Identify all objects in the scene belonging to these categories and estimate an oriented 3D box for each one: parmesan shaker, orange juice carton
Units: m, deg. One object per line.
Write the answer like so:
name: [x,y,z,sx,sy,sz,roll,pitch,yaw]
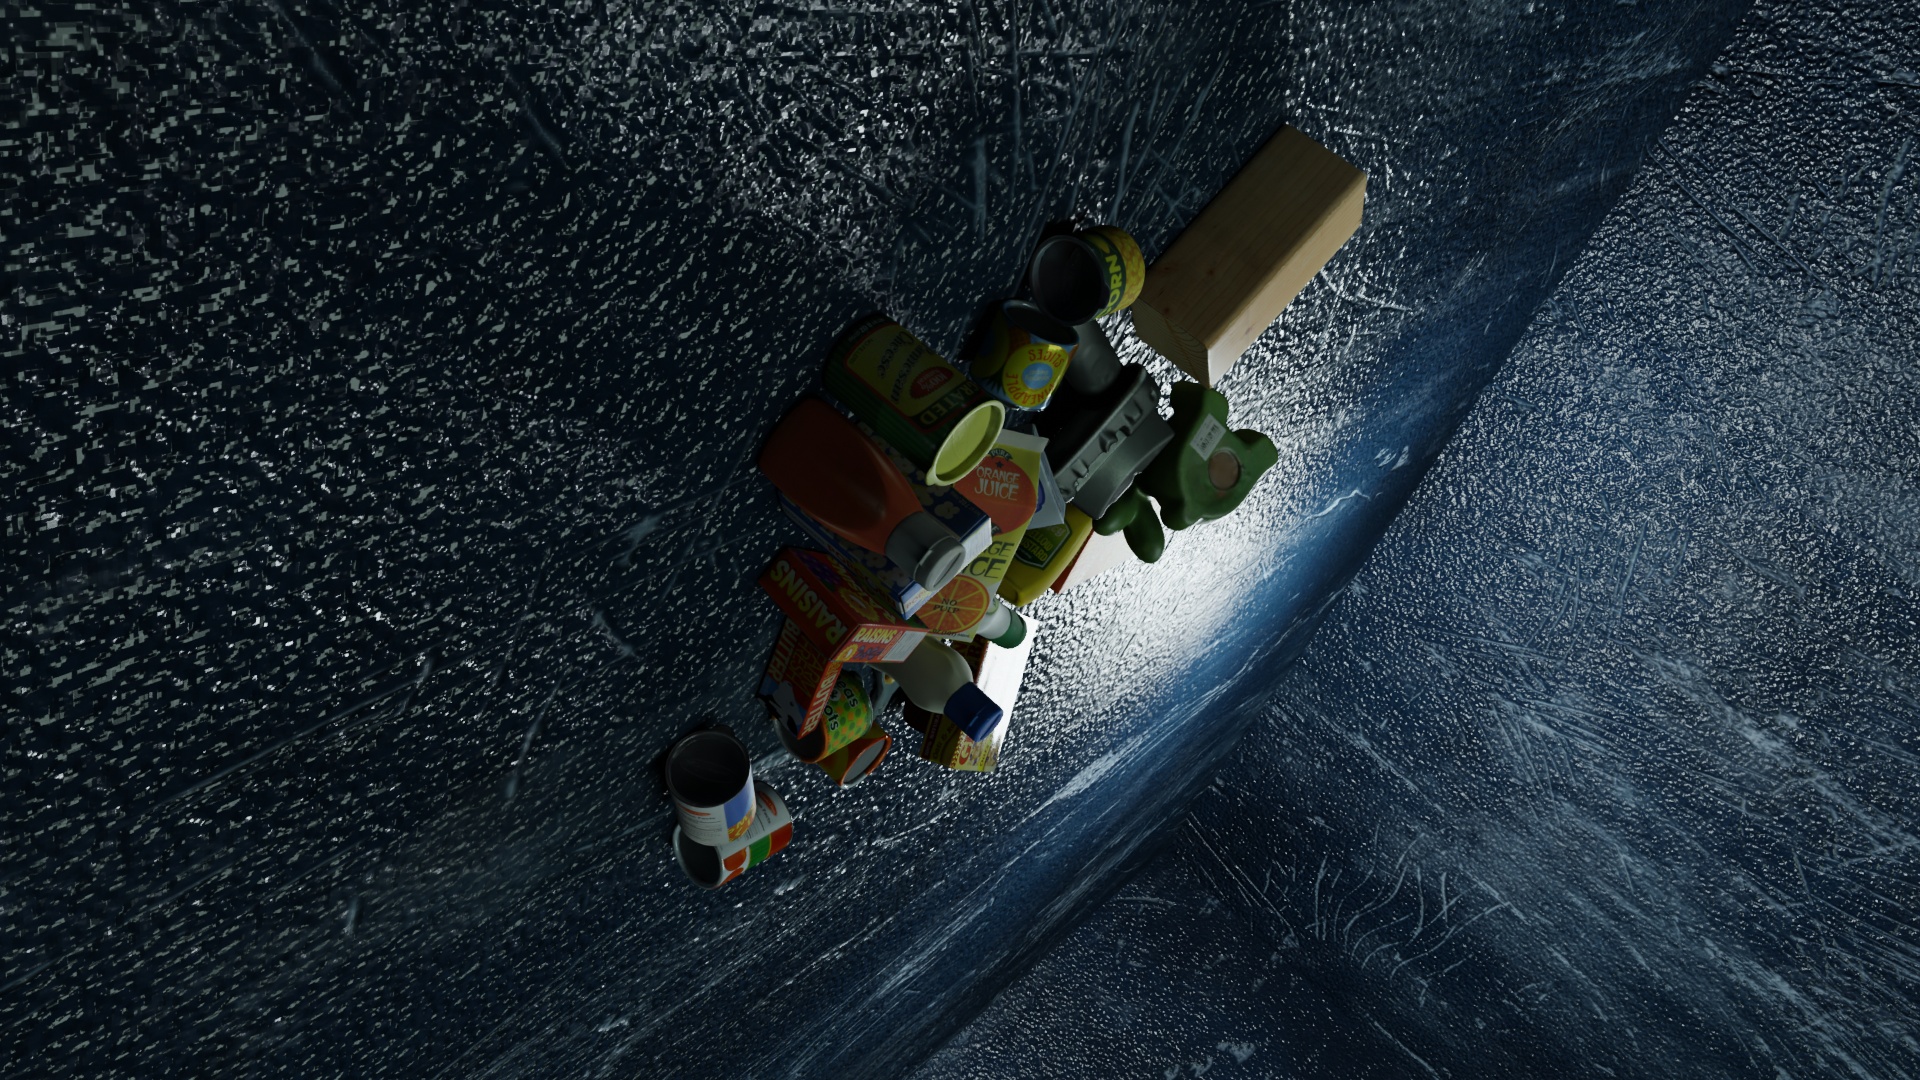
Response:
parmesan shaker: [-0.033,-0.090,0.896,0.071,0.103,0.071,-41,157,-21]
orange juice carton: [0.004,-0.014,1.104,0.072,0.073,0.191,10,129,-18]

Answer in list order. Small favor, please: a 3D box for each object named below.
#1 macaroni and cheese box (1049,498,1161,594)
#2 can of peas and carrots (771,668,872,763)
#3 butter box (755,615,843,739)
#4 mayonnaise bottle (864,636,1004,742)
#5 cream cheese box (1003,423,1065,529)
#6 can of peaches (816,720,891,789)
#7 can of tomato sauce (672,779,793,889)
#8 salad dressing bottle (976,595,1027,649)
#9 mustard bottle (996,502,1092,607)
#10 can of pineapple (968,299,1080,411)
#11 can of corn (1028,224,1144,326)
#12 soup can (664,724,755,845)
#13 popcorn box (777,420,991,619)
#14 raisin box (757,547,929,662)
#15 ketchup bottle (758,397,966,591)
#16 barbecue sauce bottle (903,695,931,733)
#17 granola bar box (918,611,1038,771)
macaroni and cheese box: [0.159,-0.019,1.485,0.167,0.040,0.123,-21,145,-52]
can of peas and carrots: [-0.117,0.148,1.184,0.059,0.071,0.070,-25,148,-45]
butter box: [-0.127,0.106,1.114,0.024,0.053,0.103,-27,150,-48]
mayonnaise bottle: [-0.028,0.110,1.184,0.064,0.148,0.041,-54,158,12]
cream cheese box: [0.049,-0.051,1.153,0.053,0.024,0.103,-10,137,14]
can of peaches: [-0.105,0.185,1.284,0.071,0.058,0.071,-40,158,-21]
can of tomato sauce: [-0.199,0.257,1.209,0.083,0.071,0.070,-24,147,-47]
salad dressing bottle: [0.015,0.063,1.280,0.044,0.064,0.147,-35,148,12]
mustard bottle: [0.089,-0.008,1.340,0.161,0.065,0.048,-46,164,-25]
can of pineapple: [0.048,-0.136,1.025,0.071,0.071,0.057,-19,143,-52]
can of corn: [0.095,-0.194,1.018,0.058,0.071,0.070,-27,150,-46]
soup can: [-0.198,0.196,1.112,0.071,0.071,0.083,-39,157,-25]
popcorn box: [-0.052,-0.017,0.950,0.085,0.127,0.038,-42,153,-20]
raisin box: [-0.087,0.051,1.053,0.040,0.086,0.123,-48,160,11]
ketchup bottle: [-0.061,-0.026,0.886,0.064,0.149,0.043,-52,157,7]
barbecue sauce bottle: [-0.004,0.164,1.468,0.149,0.044,0.064,-1,119,-63]
granola bar box: [0.019,0.148,1.405,0.124,0.039,0.165,26,79,-66]
